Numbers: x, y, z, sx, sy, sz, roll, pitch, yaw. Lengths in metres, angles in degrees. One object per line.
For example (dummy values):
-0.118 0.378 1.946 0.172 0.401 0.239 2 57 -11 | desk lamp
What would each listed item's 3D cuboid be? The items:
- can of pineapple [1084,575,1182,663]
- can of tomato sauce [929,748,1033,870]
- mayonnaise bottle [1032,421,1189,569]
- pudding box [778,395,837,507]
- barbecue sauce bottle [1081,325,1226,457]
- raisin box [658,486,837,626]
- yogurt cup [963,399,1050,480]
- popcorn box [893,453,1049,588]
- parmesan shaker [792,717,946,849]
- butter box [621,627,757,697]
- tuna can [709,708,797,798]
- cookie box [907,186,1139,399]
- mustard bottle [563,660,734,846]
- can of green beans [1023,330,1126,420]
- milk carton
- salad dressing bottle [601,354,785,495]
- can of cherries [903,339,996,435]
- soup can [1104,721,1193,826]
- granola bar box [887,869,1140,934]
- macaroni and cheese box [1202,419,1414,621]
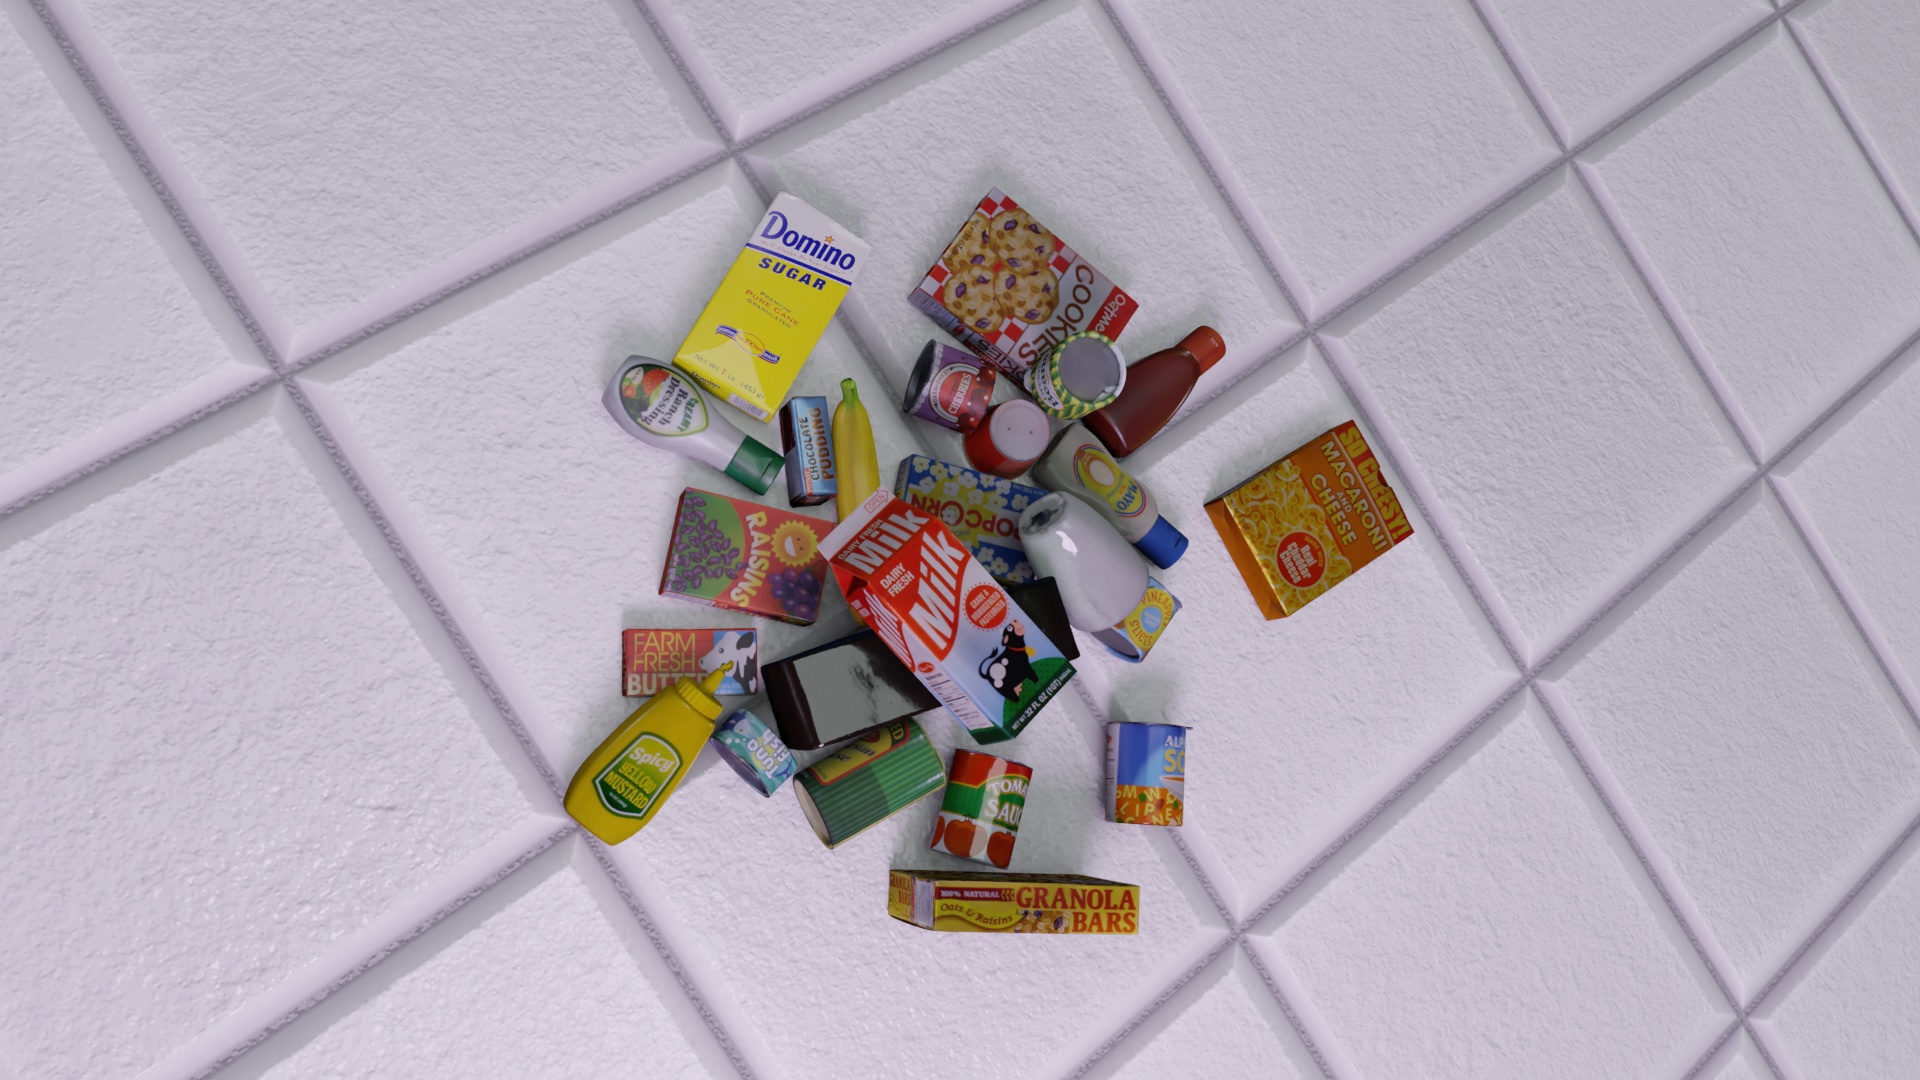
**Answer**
0.144 0.063 1.185 0.071 0.071 0.058 40 72 -9 | can of pineapple
0.018 0.216 1.114 0.071 0.071 0.083 19 76 -15 | can of tomato sauce
0.135 -0.035 1.213 0.148 0.041 0.065 40 58 -9 | mayonnaise bottle
-0.124 -0.072 1.127 0.030 0.049 0.084 -5 82 -21 | pudding box
0.177 -0.139 1.247 0.149 0.043 0.065 -39 95 -21 | barbecue sauce bottle
-0.168 0.014 1.102 0.123 0.040 0.086 14 75 -17 | raisin box
0.042 -0.088 1.185 0.072 0.054 0.072 3 80 -18 | yogurt cup
0.004 -0.015 1.167 0.127 0.038 0.085 15 75 -16 | popcorn box
-0.071 0.189 1.087 0.103 0.071 0.071 -26 90 -21 | parmesan shaker
-0.210 0.095 1.081 0.104 0.024 0.053 1 81 -19 | butter box
-0.157 0.162 1.062 0.071 0.071 0.033 48 69 -6 | tuna can
0.057 -0.209 1.219 0.167 0.040 0.123 37 71 -10 | cookie box
-0.225 0.150 1.037 0.065 0.049 0.160 42 83 -17 | mustard bottle
0.098 -0.138 1.168 0.071 0.057 0.071 2 84 -17 | can of green beans
-0.014 0.052 0.990 0.190 0.073 0.072 47 69 -4 | milk carton
-0.210 -0.089 1.103 0.147 0.044 0.064 32 73 -11 | salad dressing bottle
-0.009 -0.127 1.165 0.058 0.071 0.071 20 75 -15 | can of cherries
0.158 0.196 1.166 0.071 0.071 0.084 7 79 -18 | soup can
0.039 0.281 1.080 0.166 0.124 0.039 6 79 -18 | granola bar box
0.323 -0.020 1.277 0.167 0.040 0.123 -30 92 -21 | macaroni and cheese box
